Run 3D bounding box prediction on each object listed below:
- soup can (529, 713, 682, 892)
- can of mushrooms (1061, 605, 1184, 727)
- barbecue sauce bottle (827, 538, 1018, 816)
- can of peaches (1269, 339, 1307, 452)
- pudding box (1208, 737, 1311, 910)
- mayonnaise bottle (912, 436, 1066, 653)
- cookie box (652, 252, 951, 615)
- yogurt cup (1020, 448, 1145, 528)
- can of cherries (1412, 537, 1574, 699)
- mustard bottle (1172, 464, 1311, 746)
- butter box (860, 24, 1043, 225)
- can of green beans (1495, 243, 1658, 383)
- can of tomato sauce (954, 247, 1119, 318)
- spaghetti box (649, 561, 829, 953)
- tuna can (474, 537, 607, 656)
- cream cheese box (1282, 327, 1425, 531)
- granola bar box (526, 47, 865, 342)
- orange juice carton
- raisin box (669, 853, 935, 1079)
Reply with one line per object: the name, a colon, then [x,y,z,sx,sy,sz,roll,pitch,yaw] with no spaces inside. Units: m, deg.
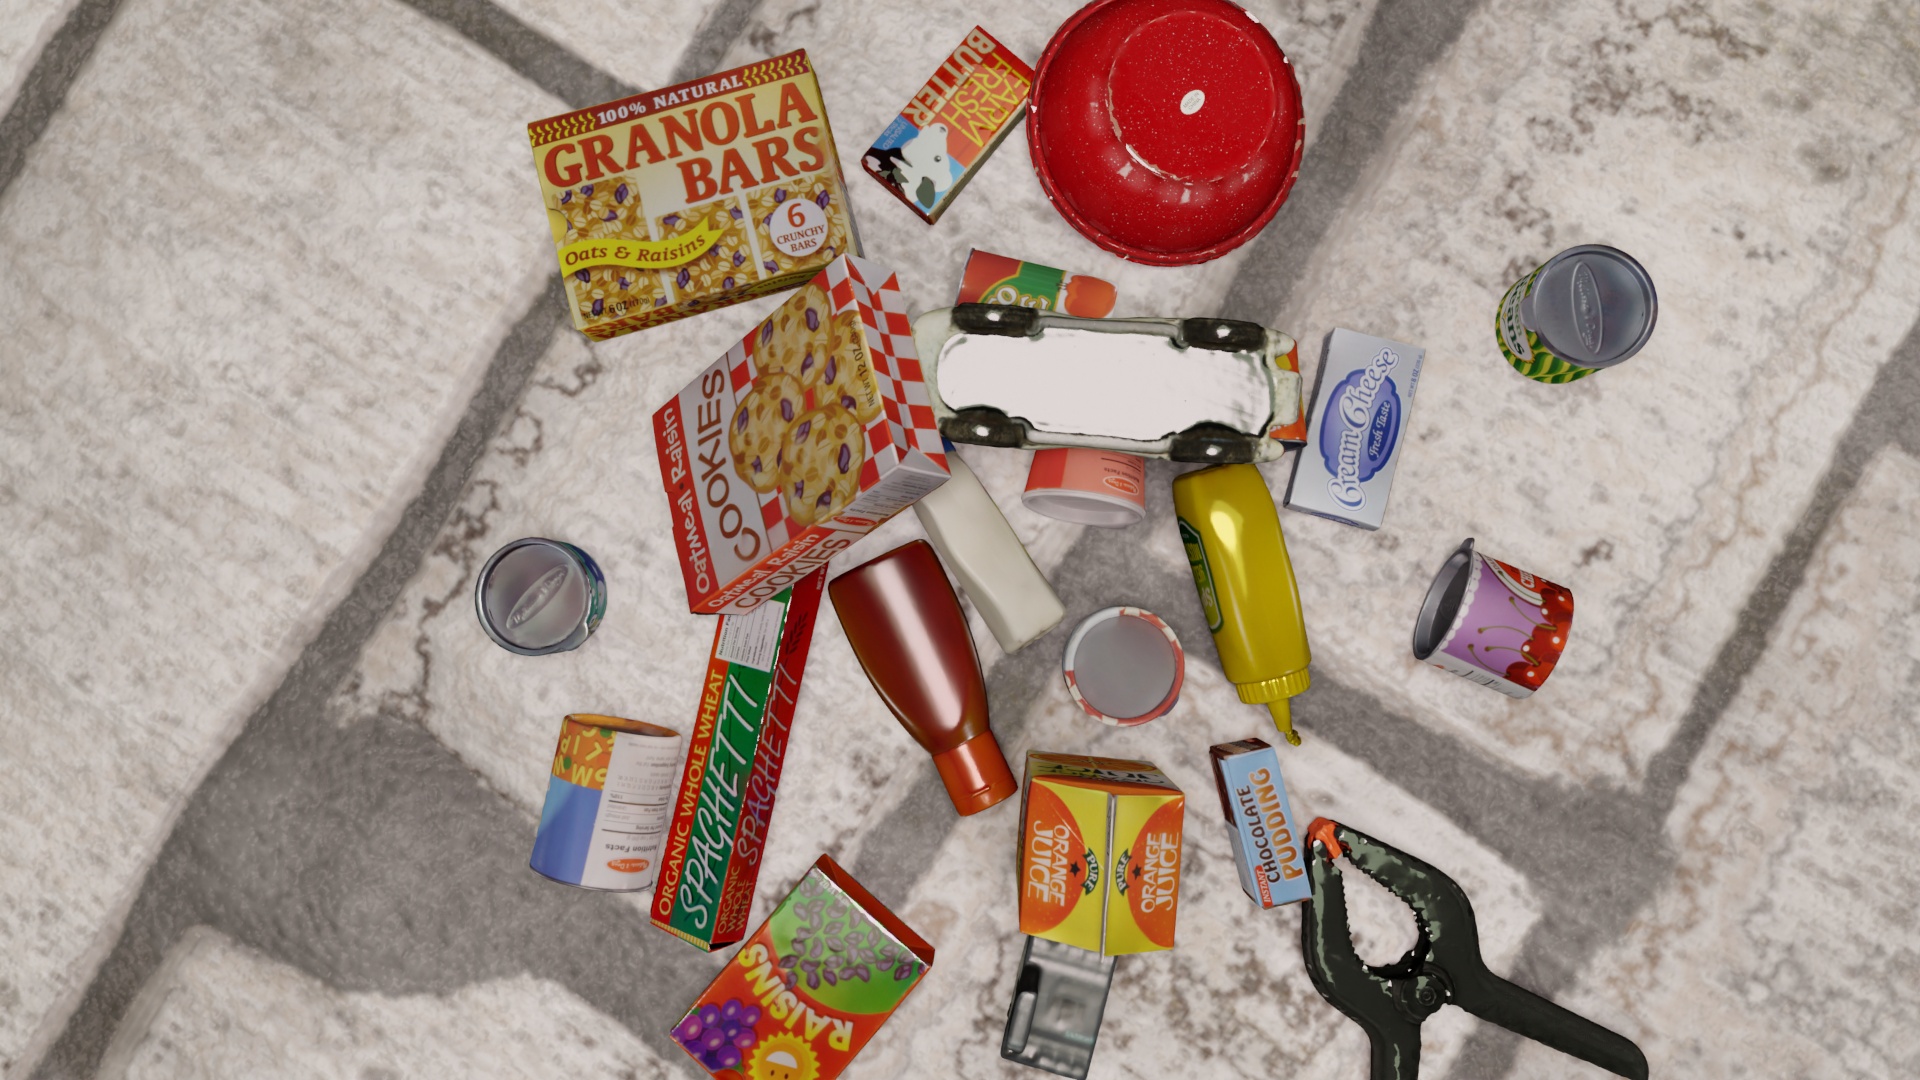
soup can: [-0.195,0.141,0.759,0.071,0.071,0.084,11,87,3]
can of mushrooms: [0.091,0.070,0.765,0.071,0.033,0.071,0,86,2]
barbecue sauce bottle: [-0.016,0.077,0.765,0.065,0.043,0.148,-25,87,2]
can of peaches: [0.153,-0.077,0.752,0.071,0.071,0.058,-5,86,2]
pudding box: [0.160,0.151,0.749,0.030,0.049,0.083,-14,86,1]
mayonnaise bottle: [0.003,-0.010,0.761,0.041,0.064,0.148,-32,82,-7]
cookie box: [-0.089,-0.050,0.718,0.167,0.040,0.123,-32,62,35]
yogurt cup: [0.070,-0.041,0.758,0.072,0.072,0.054,8,80,3]
can of cherries: [0.284,0.042,0.741,0.058,0.071,0.071,23,88,3]
mustard bottle: [0.157,0.036,0.750,0.049,0.065,0.160,-16,90,-2]
butter box: [-0.004,-0.236,0.792,0.053,0.024,0.103,40,90,3]
can of green beans: [0.332,-0.121,0.753,0.071,0.058,0.071,0,87,3]
can of tomato sauce: [0.039,-0.118,0.760,0.083,0.071,0.071,14,88,3]
spaghetti box: [-0.119,0.096,0.766,0.050,0.029,0.250,11,87,34]
tuna can: [-0.233,0.033,0.782,0.071,0.033,0.071,0,87,3]
cream cheese box: [0.218,-0.062,0.772,0.053,0.024,0.104,14,87,5]
granola bar box: [-0.149,-0.195,0.788,0.165,0.039,0.124,-15,86,1]
orange juice carton: [0.066,0.149,0.682,0.073,0.192,0.072,5,87,2]
raisin box: [-0.085,0.248,0.760,0.086,0.040,0.123,41,90,3]
